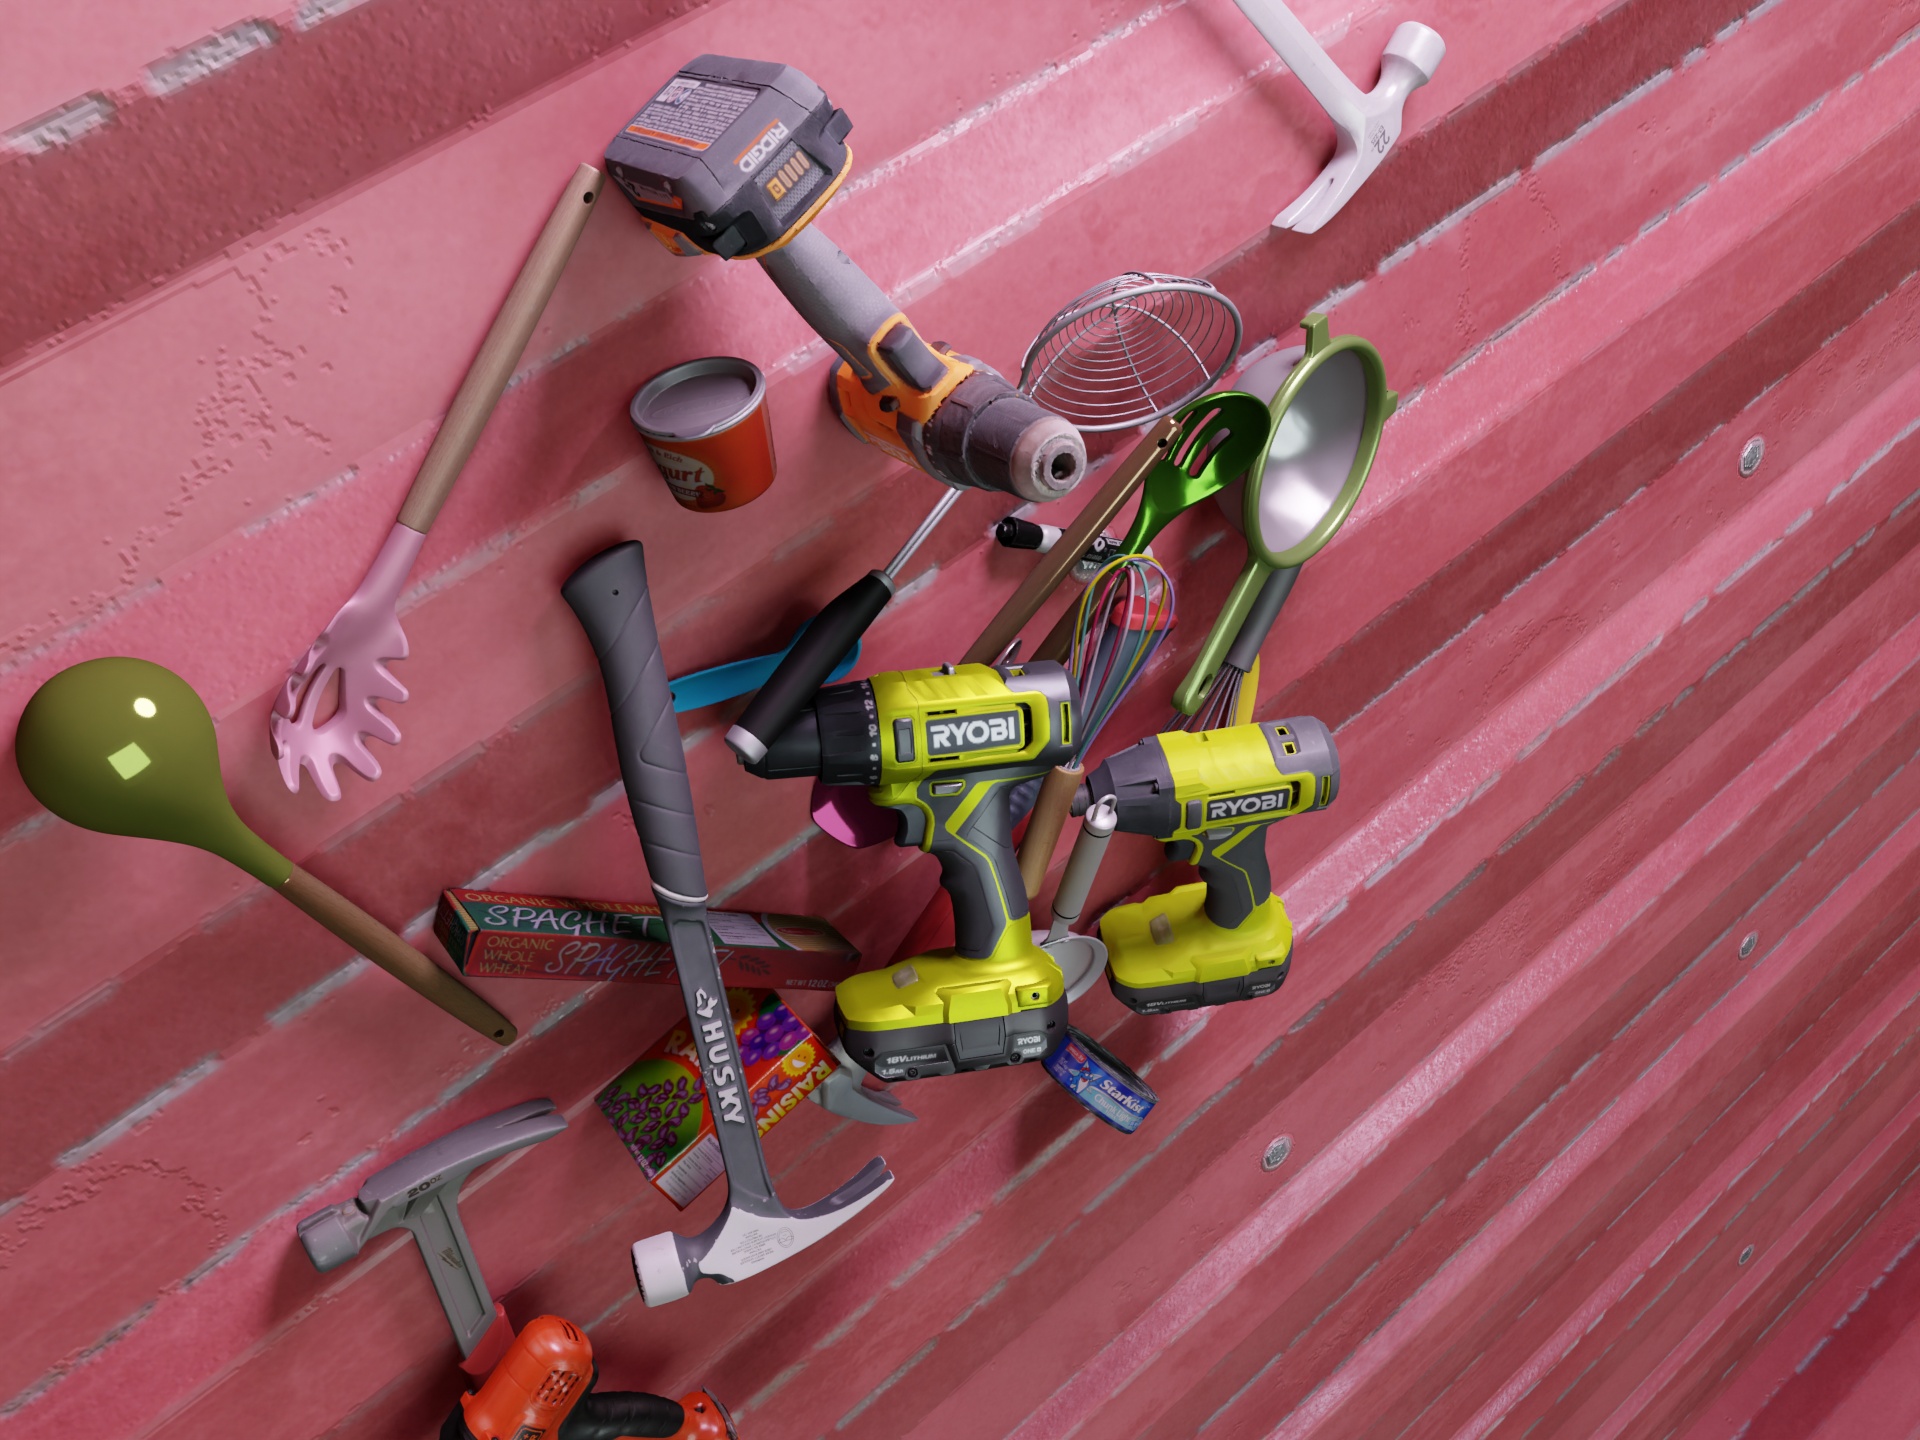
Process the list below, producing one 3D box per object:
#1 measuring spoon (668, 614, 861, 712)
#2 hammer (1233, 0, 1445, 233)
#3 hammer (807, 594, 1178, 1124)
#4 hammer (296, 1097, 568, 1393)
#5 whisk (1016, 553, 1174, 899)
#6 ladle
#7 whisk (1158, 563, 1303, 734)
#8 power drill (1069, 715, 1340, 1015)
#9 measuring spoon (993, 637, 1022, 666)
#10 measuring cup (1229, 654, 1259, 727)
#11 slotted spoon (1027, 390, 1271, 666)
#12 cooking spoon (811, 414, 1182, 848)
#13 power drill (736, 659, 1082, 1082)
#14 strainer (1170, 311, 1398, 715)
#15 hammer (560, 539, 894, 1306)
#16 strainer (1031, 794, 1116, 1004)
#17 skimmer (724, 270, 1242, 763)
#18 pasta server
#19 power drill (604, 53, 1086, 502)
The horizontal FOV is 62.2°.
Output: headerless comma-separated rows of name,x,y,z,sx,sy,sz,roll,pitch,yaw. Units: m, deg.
measuring spoon,-0.118,-0.030,0.886,0.128,0.021,0.042,-18,124,-18
hammer,0.124,-0.417,0.848,0.405,0.035,0.144,27,95,-42
hammer,0.027,0.091,1.036,0.386,0.038,0.143,-55,140,-2
hammer,-0.275,0.395,0.972,0.149,0.037,0.358,-24,125,-26
whisk,0.067,0.007,0.956,0.047,0.051,0.244,-19,135,-48
ladle,-0.319,0.081,0.779,0.078,0.062,0.319,-42,138,-8
whisk,0.186,-0.040,1.090,0.055,0.055,0.239,22,94,-42
power drill,0.155,0.097,1.066,0.171,0.080,0.223,-9,134,-4
measuring spoon,-0.002,-0.003,0.987,0.124,0.018,0.034,-55,158,-9
measuring cup,0.185,0.023,1.139,0.062,0.029,0.156,8,96,-41
slotted spoon,0.076,-0.070,0.957,0.070,0.031,0.313,21,114,-38
cooking spoon,0.021,-0.048,0.925,0.068,0.017,0.319,36,105,-16
power drill,-0.025,0.082,0.907,0.190,0.080,0.228,-6,103,-11
strainer,0.179,-0.129,1.013,0.151,0.069,0.256,17,101,-56
hammer,-0.140,0.108,0.845,0.149,0.036,0.408,-14,104,-16
strainer,0.066,0.123,1.020,0.087,0.050,0.258,-12,144,-20
skimmer,0.016,-0.106,0.867,0.363,0.090,0.127,-52,161,-15
pasta server,-0.237,-0.111,0.735,0.060,0.040,0.316,23,97,-54
power drill,-0.044,-0.192,0.742,0.084,0.186,0.226,-48,129,-5
